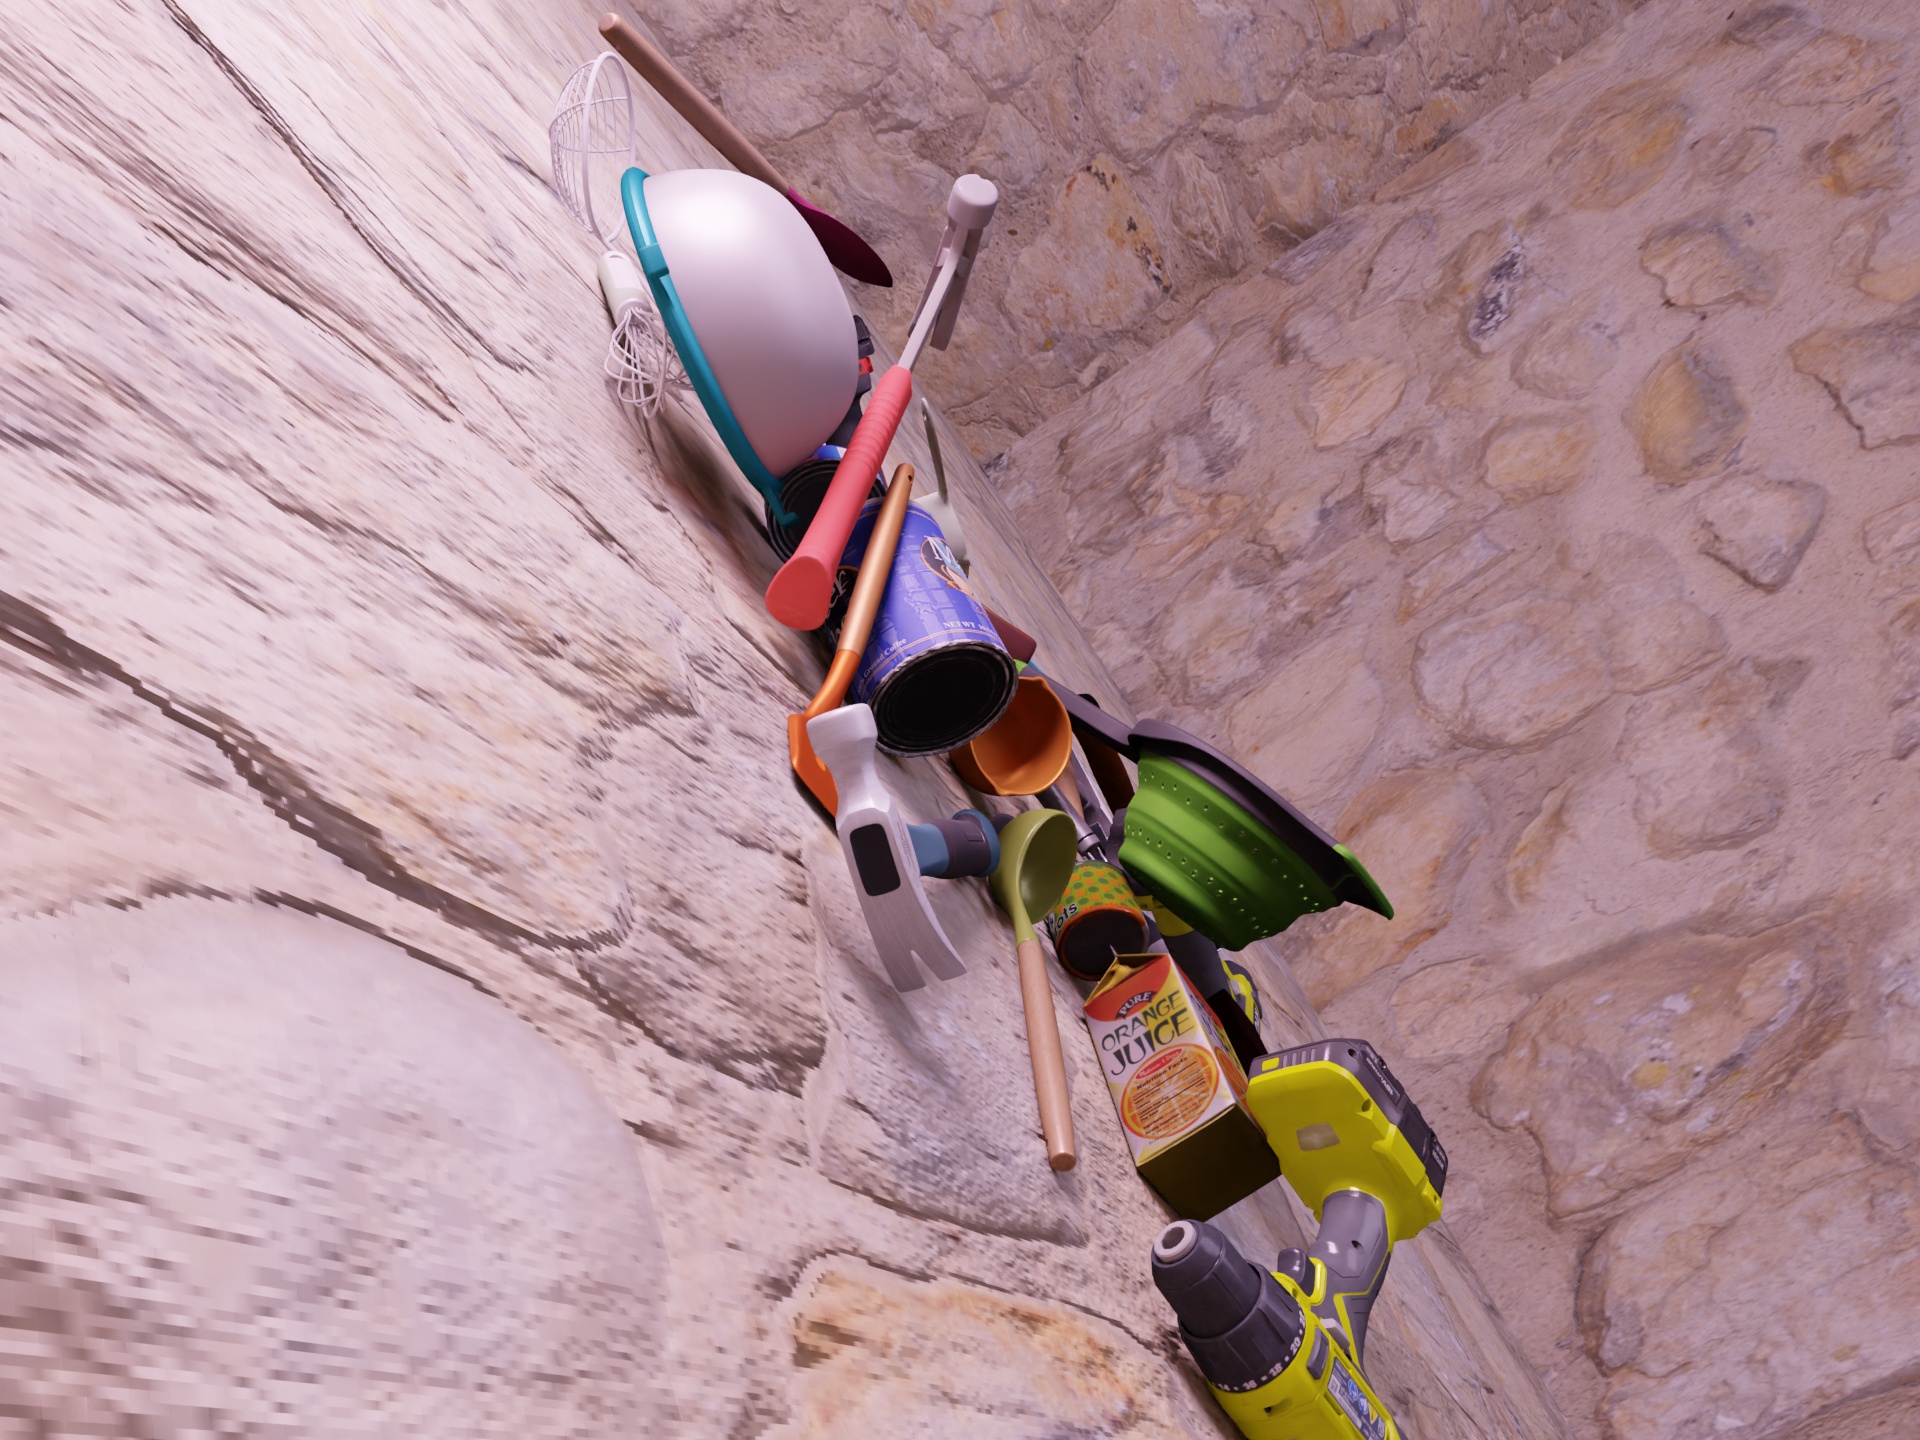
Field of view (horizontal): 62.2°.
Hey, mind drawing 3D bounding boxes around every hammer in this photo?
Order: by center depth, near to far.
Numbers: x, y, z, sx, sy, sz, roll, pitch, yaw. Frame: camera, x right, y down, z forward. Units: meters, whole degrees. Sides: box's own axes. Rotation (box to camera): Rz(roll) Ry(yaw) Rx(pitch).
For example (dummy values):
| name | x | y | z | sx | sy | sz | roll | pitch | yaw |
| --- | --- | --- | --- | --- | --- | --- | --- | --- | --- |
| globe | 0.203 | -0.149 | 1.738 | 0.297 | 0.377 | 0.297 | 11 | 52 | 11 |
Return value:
| name | x | y | z | sx | sy | sz | roll | pitch | yaw |
| --- | --- | --- | --- | --- | --- | --- | --- | --- | --- |
| hammer | -0.014 | 0.067 | 0.840 | 0.331 | 0.033 | 0.128 | 25 | 49 | -81 |
| hammer | -0.050 | -0.192 | 1.020 | 0.036 | 0.149 | 0.359 | 21 | 53 | -3 |
| hammer | 0.096 | 0.124 | 1.301 | 0.149 | 0.036 | 0.408 | 58 | 9 | 21 |
| hammer | 0.155 | 0.095 | 1.429 | 0.127 | 0.034 | 0.336 | 51 | -7 | 43 |
| hammer | 0.061 | 0.020 | 1.484 | 0.334 | 0.035 | 0.146 | 45 | 15 | -52 |

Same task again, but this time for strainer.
| name | x | y | z | sx | sy | sz | roll | pitch | yaw |
| --- | --- | --- | --- | --- | --- | --- | --- | --- | --- |
| strainer | -0.129 | -0.290 | 1.019 | 0.341 | 0.095 | 0.210 | -105 | 171 | -50 |
| strainer | 0.038 | 0.014 | 1.244 | 0.259 | 0.050 | 0.087 | 53 | 29 | 19 |

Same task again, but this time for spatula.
| name | x | y | z | sx | sy | sz | roll | pitch | yaw |
| --- | --- | --- | --- | --- | --- | --- | --- | --- | --- |
| spatula | -0.052 | -0.054 | 0.917 | 0.081 | 0.041 | 0.323 | 52 | 33 | -33 |
| spatula | 0.072 | 0.017 | 1.383 | 0.082 | 0.044 | 0.318 | 52 | 15 | -29 |

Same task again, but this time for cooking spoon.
| name | x | y | z | sx | sy | sz | roll | pitch | yaw |
| --- | --- | --- | --- | --- | --- | --- | --- | --- | --- |
| cooking spoon | -0.130 | -0.352 | 1.020 | 0.069 | 0.017 | 0.318 | 26 | -1 | 28 |

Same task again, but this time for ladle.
| name | x | y | z | sx | sy | sz | roll | pitch | yaw |
| --- | --- | --- | --- | --- | --- | --- | --- | --- | --- |
| ladle | 0.055 | 0.148 | 0.924 | 0.320 | 0.062 | 0.078 | -97 | -173 | -64 |

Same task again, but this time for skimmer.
| name | x | y | z | sx | sy | sz | roll | pitch | yaw |
| --- | --- | --- | --- | --- | --- | --- | --- | --- | --- |
| skimmer | -0.181 | -0.299 | 1.143 | 0.363 | 0.090 | 0.127 | 56 | 5 | -2 |

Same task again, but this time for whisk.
| name | x | y | z | sx | sy | sz | roll | pitch | yaw |
| --- | --- | --- | --- | --- | --- | --- | --- | --- | --- |
| whisk | -0.205 | -0.253 | 1.003 | 0.057 | 0.059 | 0.247 | 4 | 30 | -23 |

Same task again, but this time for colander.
| name | x | y | z | sx | sy | sz | roll | pitch | yaw |
| --- | --- | --- | --- | --- | --- | --- | --- | --- | --- |
| colander | 0.131 | 0.063 | 1.184 | 0.397 | 0.094 | 0.204 | 34 | -8 | 44 |

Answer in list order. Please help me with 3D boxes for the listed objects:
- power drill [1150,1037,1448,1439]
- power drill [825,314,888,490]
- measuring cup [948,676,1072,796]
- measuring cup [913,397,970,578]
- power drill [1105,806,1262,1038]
| name | x | y | z | sx | sy | sz | roll | pitch | yaw |
| --- | --- | --- | --- | --- | --- | --- | --- | --- | --- |
| power drill | 0.185 | 0.282 | 0.857 | 0.190 | 0.080 | 0.229 | 54 | 37 | -16 |
| power drill | -0.079 | -0.184 | 1.210 | 0.188 | 0.080 | 0.226 | -128 | -162 | -76 |
| measuring cup | -0.002 | -0.004 | 1.167 | 0.173 | 0.095 | 0.052 | 26 | -17 | -22 |
| measuring cup | -0.030 | -0.177 | 1.259 | 0.083 | 0.038 | 0.167 | -122 | -164 | -47 |
| power drill | 0.196 | 0.179 | 1.326 | 0.171 | 0.080 | 0.223 | -64 | 136 | -67 |
